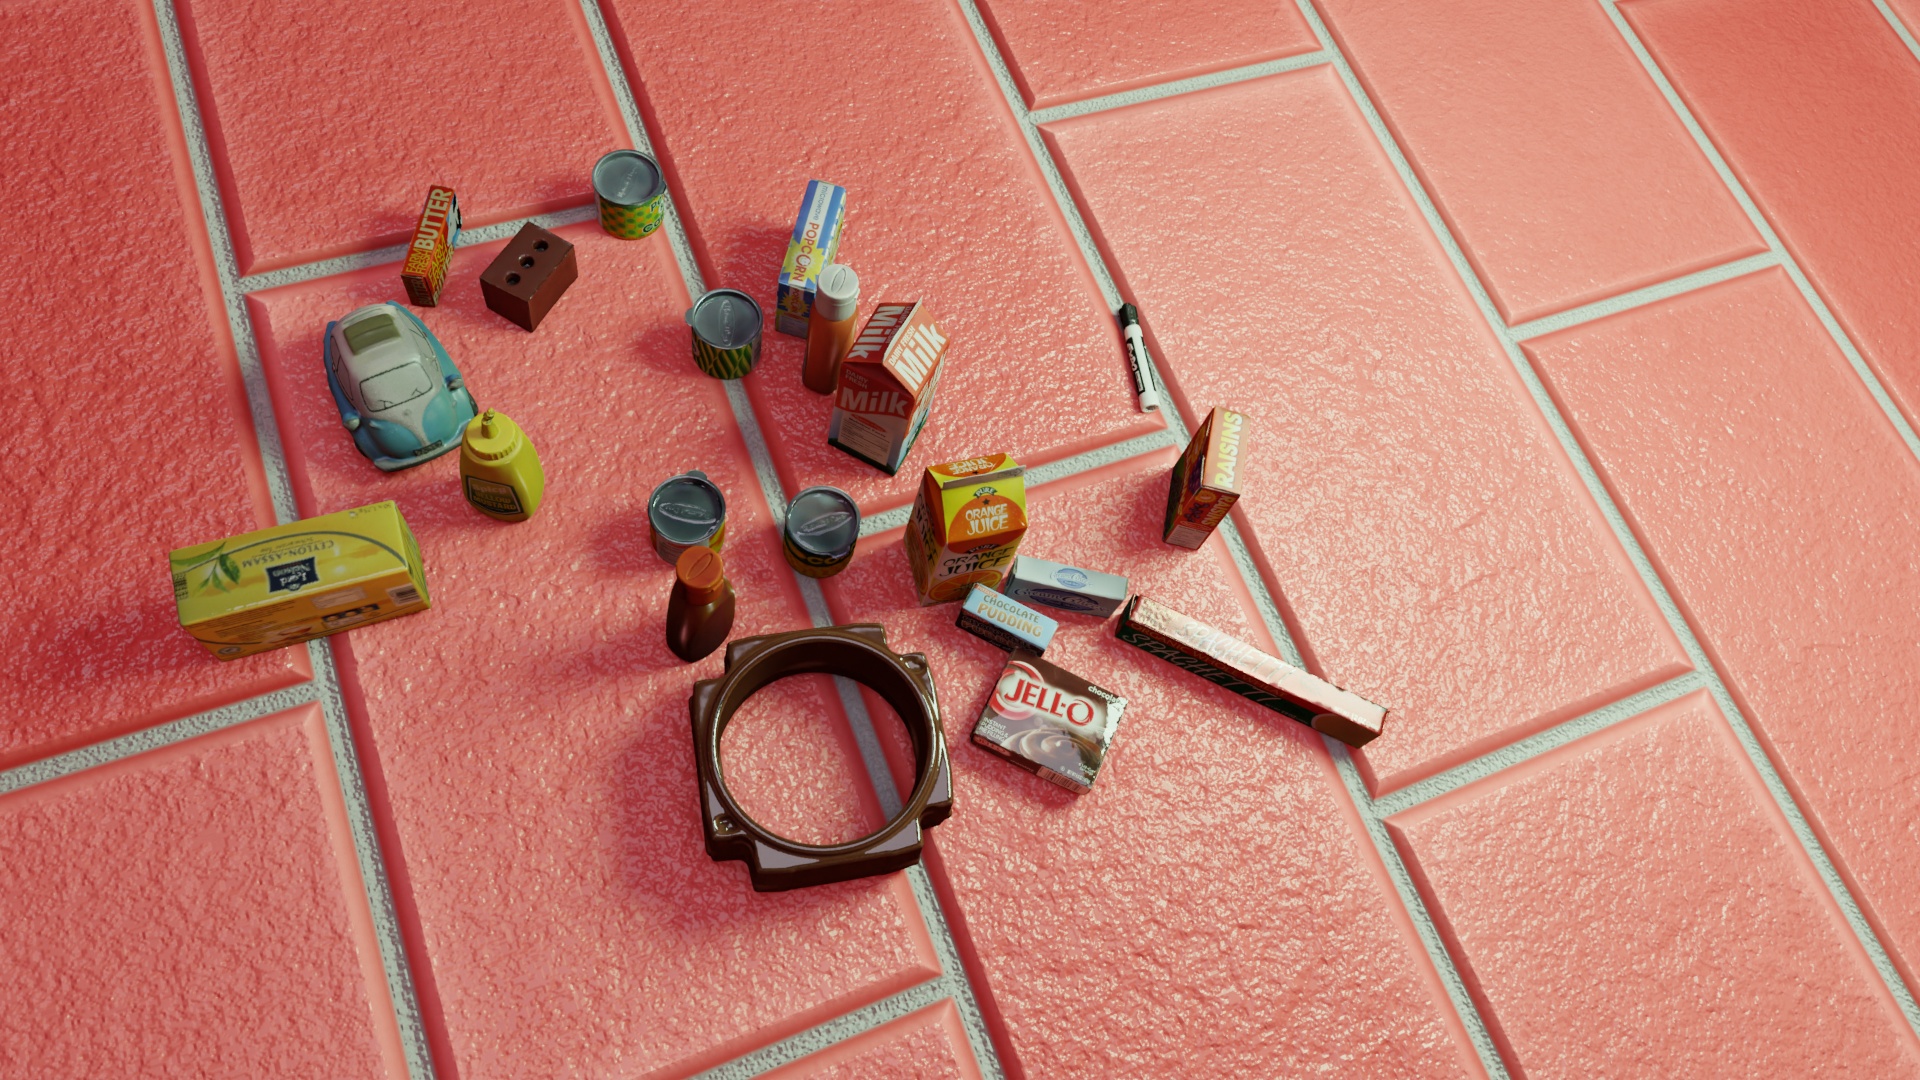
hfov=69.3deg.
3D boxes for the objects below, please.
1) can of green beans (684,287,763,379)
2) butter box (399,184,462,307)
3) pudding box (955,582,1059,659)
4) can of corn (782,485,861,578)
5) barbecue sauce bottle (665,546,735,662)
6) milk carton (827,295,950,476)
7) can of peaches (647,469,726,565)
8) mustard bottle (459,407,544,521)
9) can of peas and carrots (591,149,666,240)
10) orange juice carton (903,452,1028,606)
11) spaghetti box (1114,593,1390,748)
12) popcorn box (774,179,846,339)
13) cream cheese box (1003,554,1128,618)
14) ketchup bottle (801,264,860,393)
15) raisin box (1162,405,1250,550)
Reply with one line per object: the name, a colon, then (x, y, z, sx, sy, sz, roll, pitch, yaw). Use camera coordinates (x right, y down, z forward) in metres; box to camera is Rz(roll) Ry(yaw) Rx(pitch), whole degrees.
can of green beans: (-0.218, -0.193, 1.298, 0.071, 0.057, 0.071, 4, 66, -9)
butter box: (-0.489, -0.272, 1.287, 0.024, 0.053, 0.104, 10, 65, -6)
pudding box: (0.041, 0.074, 1.229, 0.084, 0.049, 0.030, 27, 64, 2)
can of corn: (-0.123, -0.005, 1.230, 0.071, 0.058, 0.071, 4, 66, -9)
barbecue sauce bottle: (-0.213, 0.050, 1.139, 0.044, 0.148, 0.065, 38, 65, 7)
milk carton: (-0.063, -0.140, 1.229, 0.073, 0.189, 0.072, 27, 65, 2)
can of peaches: (-0.238, -0.018, 1.215, 0.071, 0.057, 0.071, 4, 66, -9)
mustard bottle: (-0.385, -0.067, 1.154, 0.065, 0.159, 0.049, 12, 65, -5)
can of peas and carrots: (-0.318, -0.333, 1.343, 0.071, 0.058, 0.071, 4, 66, -9)
orange juice carton: (0.004, -0.015, 1.183, 0.072, 0.191, 0.073, -11, 69, -15)
spaghetti box: (0.259, 0.118, 1.249, 0.250, 0.050, 0.029, 25, 64, 1)
popcorn box: (-0.144, -0.269, 1.331, 0.038, 0.085, 0.127, 14, 64, -4)
cream cheese box: (0.094, 0.042, 1.251, 0.104, 0.053, 0.024, 12, 65, -5)
ketchup bottle: (-0.117, -0.195, 1.267, 0.043, 0.148, 0.065, 19, 64, -2)
raisin box: (0.226, -0.056, 1.281, 0.040, 0.123, 0.086, 15, 65, -3)
